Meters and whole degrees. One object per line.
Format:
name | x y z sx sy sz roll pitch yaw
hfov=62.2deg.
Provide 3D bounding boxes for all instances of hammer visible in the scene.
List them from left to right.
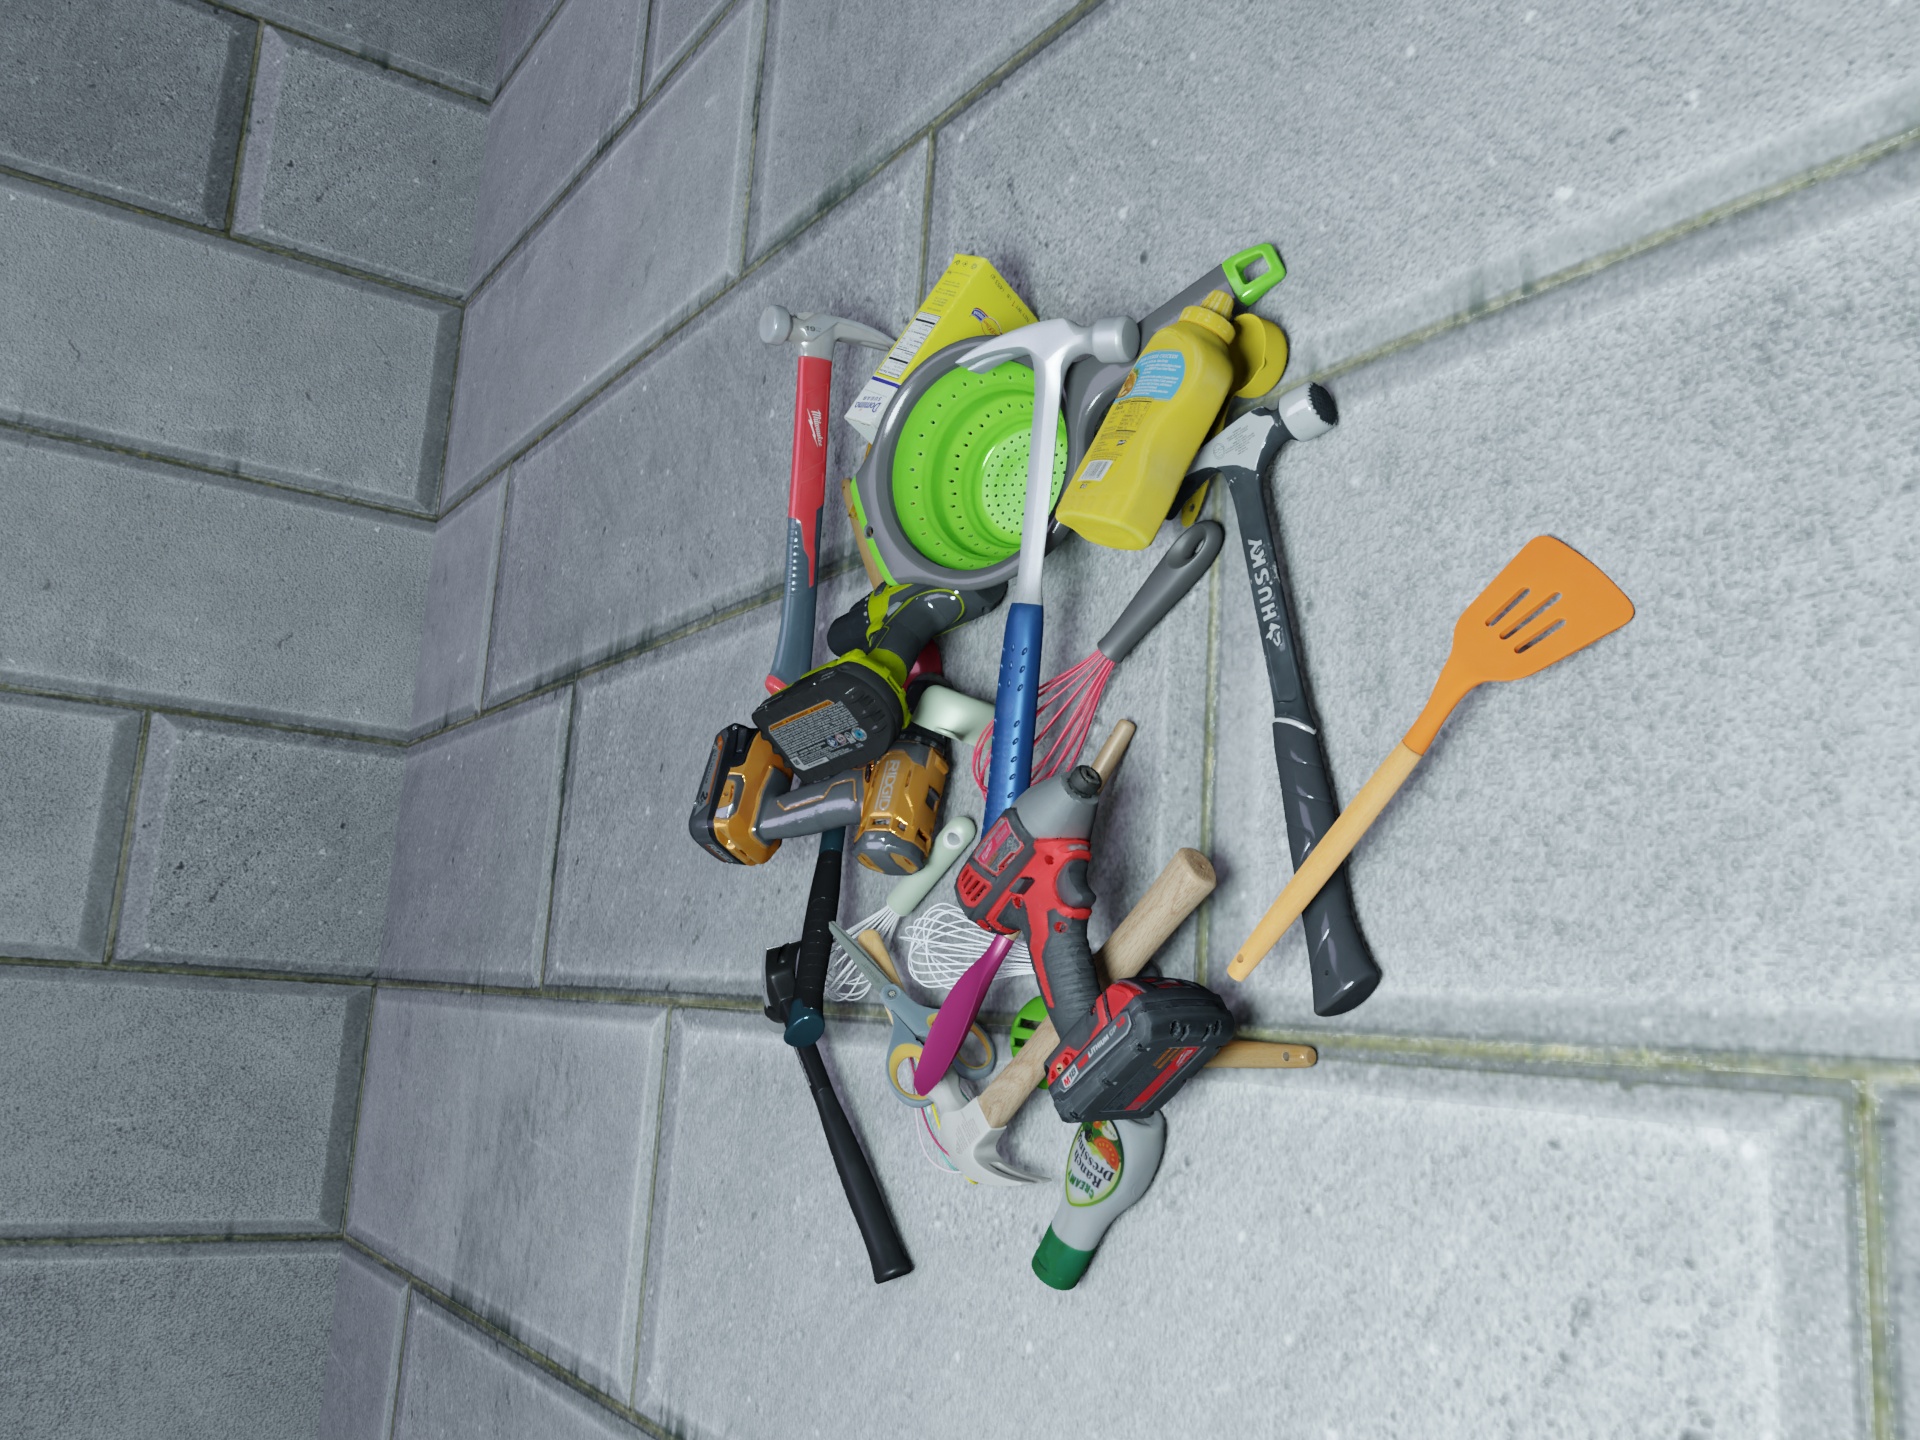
hammer | -0.139 -0.204 1.567 0.038 0.143 0.386 1 87 57
hammer | -0.120 0.135 1.450 0.128 0.033 0.331 -38 37 47
hammer | -0.115 0.345 1.411 0.146 0.035 0.335 96 154 -45
hammer | 0.047 -0.098 1.192 0.144 0.035 0.405 5 89 34
hammer | 0.079 0.213 1.126 0.331 0.031 0.130 -56 48 31
hammer | 0.208 -0.013 1.034 0.149 0.036 0.409 -25 62 41

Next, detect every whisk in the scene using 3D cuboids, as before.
whisk | -0.058 0.168 1.402 0.058 0.059 0.246 41 121 4
whisk | -0.035 0.271 1.309 0.051 0.047 0.245 -52 48 30
whisk | 0.048 0.181 1.222 0.285 0.070 0.070 -2 79 51
whisk | 0.101 -0.038 1.204 0.295 0.073 0.073 -51 42 27

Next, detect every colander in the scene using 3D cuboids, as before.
colander | 0.095 -0.237 1.252 0.397 0.094 0.205 -31 69 28

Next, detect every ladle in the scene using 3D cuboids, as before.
ladle | -0.077 -0.135 1.534 0.069 0.031 0.316 -55 38 32

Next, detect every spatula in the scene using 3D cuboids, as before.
spatula | 0.256 0.036 0.931 0.322 0.041 0.081 -58 42 24

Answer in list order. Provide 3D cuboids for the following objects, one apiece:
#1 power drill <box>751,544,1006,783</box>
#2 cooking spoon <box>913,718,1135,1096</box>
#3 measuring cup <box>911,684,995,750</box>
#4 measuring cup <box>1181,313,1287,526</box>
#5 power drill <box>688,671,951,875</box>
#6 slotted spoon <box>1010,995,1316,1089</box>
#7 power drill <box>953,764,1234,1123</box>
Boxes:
power drill | -0.079 -0.051 1.348 0.190 0.080 0.229 -21 23 39
cooking spoon | 0.047 0.139 1.189 0.319 0.017 0.069 -61 16 0
measuring cup | -0.002 -0.004 1.282 0.167 0.083 0.038 11 -81 -87
measuring cup | 0.193 -0.212 1.140 0.062 0.029 0.156 45 124 53
power drill | -0.113 0.044 1.408 0.226 0.084 0.185 -2 59 28
slotted spoon | 0.127 0.228 1.111 0.314 0.031 0.070 -13 75 54
power drill | 0.081 0.142 1.050 0.143 0.078 0.220 -54 46 31
